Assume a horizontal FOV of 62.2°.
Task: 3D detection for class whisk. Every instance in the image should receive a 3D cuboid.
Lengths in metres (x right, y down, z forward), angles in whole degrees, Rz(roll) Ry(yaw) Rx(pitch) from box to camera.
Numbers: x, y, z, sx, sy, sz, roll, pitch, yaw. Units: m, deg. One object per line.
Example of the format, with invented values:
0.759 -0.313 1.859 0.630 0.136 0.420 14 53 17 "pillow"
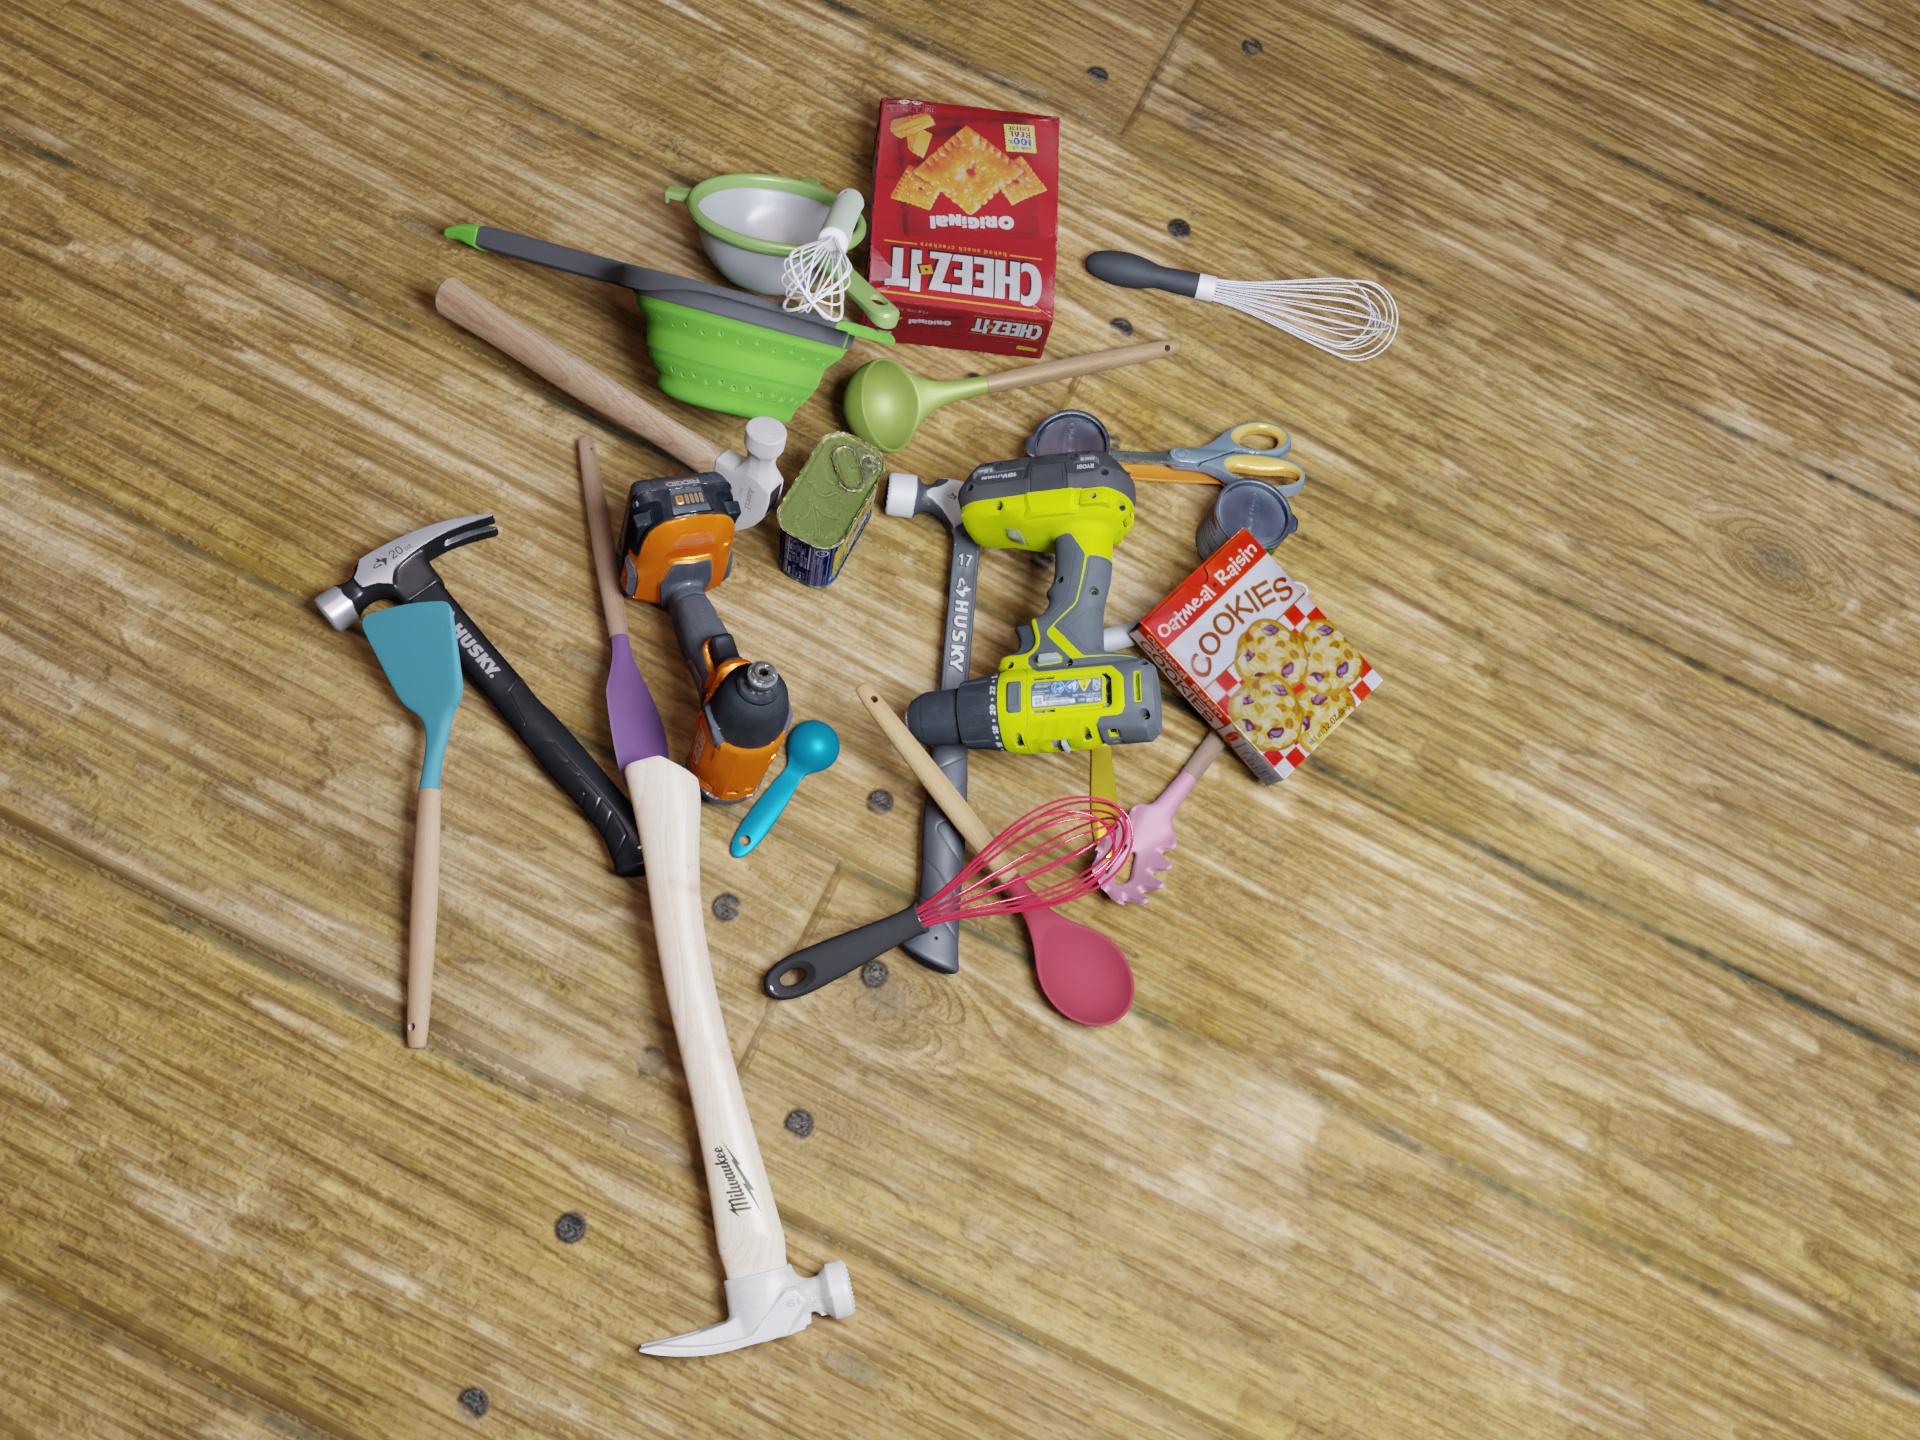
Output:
-0.011 0.134 1.152 0.296 0.073 0.073 -26 75 6 "whisk"
0.251 -0.379 1.424 0.284 0.070 0.070 12 68 2 "whisk"
-0.100 -0.369 1.240 0.059 0.058 0.247 48 26 -24 "whisk"

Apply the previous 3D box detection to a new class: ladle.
0.021 0.099 1.193 0.069 0.031 0.315 -38 92 -23 "ladle"
0.050 -0.292 1.359 0.320 0.062 0.078 -15 105 -17 "ladle"

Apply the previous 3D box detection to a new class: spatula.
-0.269 -0.087 1.245 0.018 0.059 0.316 -26 66 27 "spatula"
-0.393 0.074 1.147 0.082 0.044 0.318 -7 76 21 "spatula"

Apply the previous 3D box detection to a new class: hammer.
-0.329 -0.014 1.207 0.146 0.035 0.335 -39 80 -19 "hammer"
-0.282 -0.257 1.264 0.331 0.130 0.031 32 51 11 "hammer"
-0.002 -0.004 1.255 0.149 0.036 0.409 7 69 -7 "hammer"
-0.190 0.227 1.119 0.146 0.038 0.411 -12 77 -11 "hammer"

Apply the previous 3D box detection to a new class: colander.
-0.256 -0.320 1.300 0.397 0.204 0.094 18 102 15 "colander"

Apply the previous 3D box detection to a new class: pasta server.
0.201 0.025 1.272 0.060 0.040 0.316 43 67 -6 "pasta server"

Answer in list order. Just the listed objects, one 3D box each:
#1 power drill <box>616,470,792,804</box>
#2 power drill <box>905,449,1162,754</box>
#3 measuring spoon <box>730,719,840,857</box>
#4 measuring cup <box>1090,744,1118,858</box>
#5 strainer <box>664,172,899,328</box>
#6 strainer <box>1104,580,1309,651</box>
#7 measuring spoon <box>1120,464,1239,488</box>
-0.185 -0.069 1.180 0.084 0.164 0.227 -12 69 -24 "power drill"
0.054 -0.083 1.219 0.190 0.080 0.229 -5 69 14 "power drill"
-0.137 0.051 1.219 0.042 0.021 0.129 32 69 4 "measuring spoon"
0.115 0.031 1.261 0.062 0.029 0.157 2 71 -8 "measuring cup"
-0.129 -0.372 1.323 0.151 0.069 0.257 -17 49 -33 "strainer"
0.160 -0.077 1.291 0.258 0.050 0.087 -14 92 -18 "strainer"
0.185 -0.208 1.372 0.117 0.011 0.021 4 43 -4 "measuring spoon"
